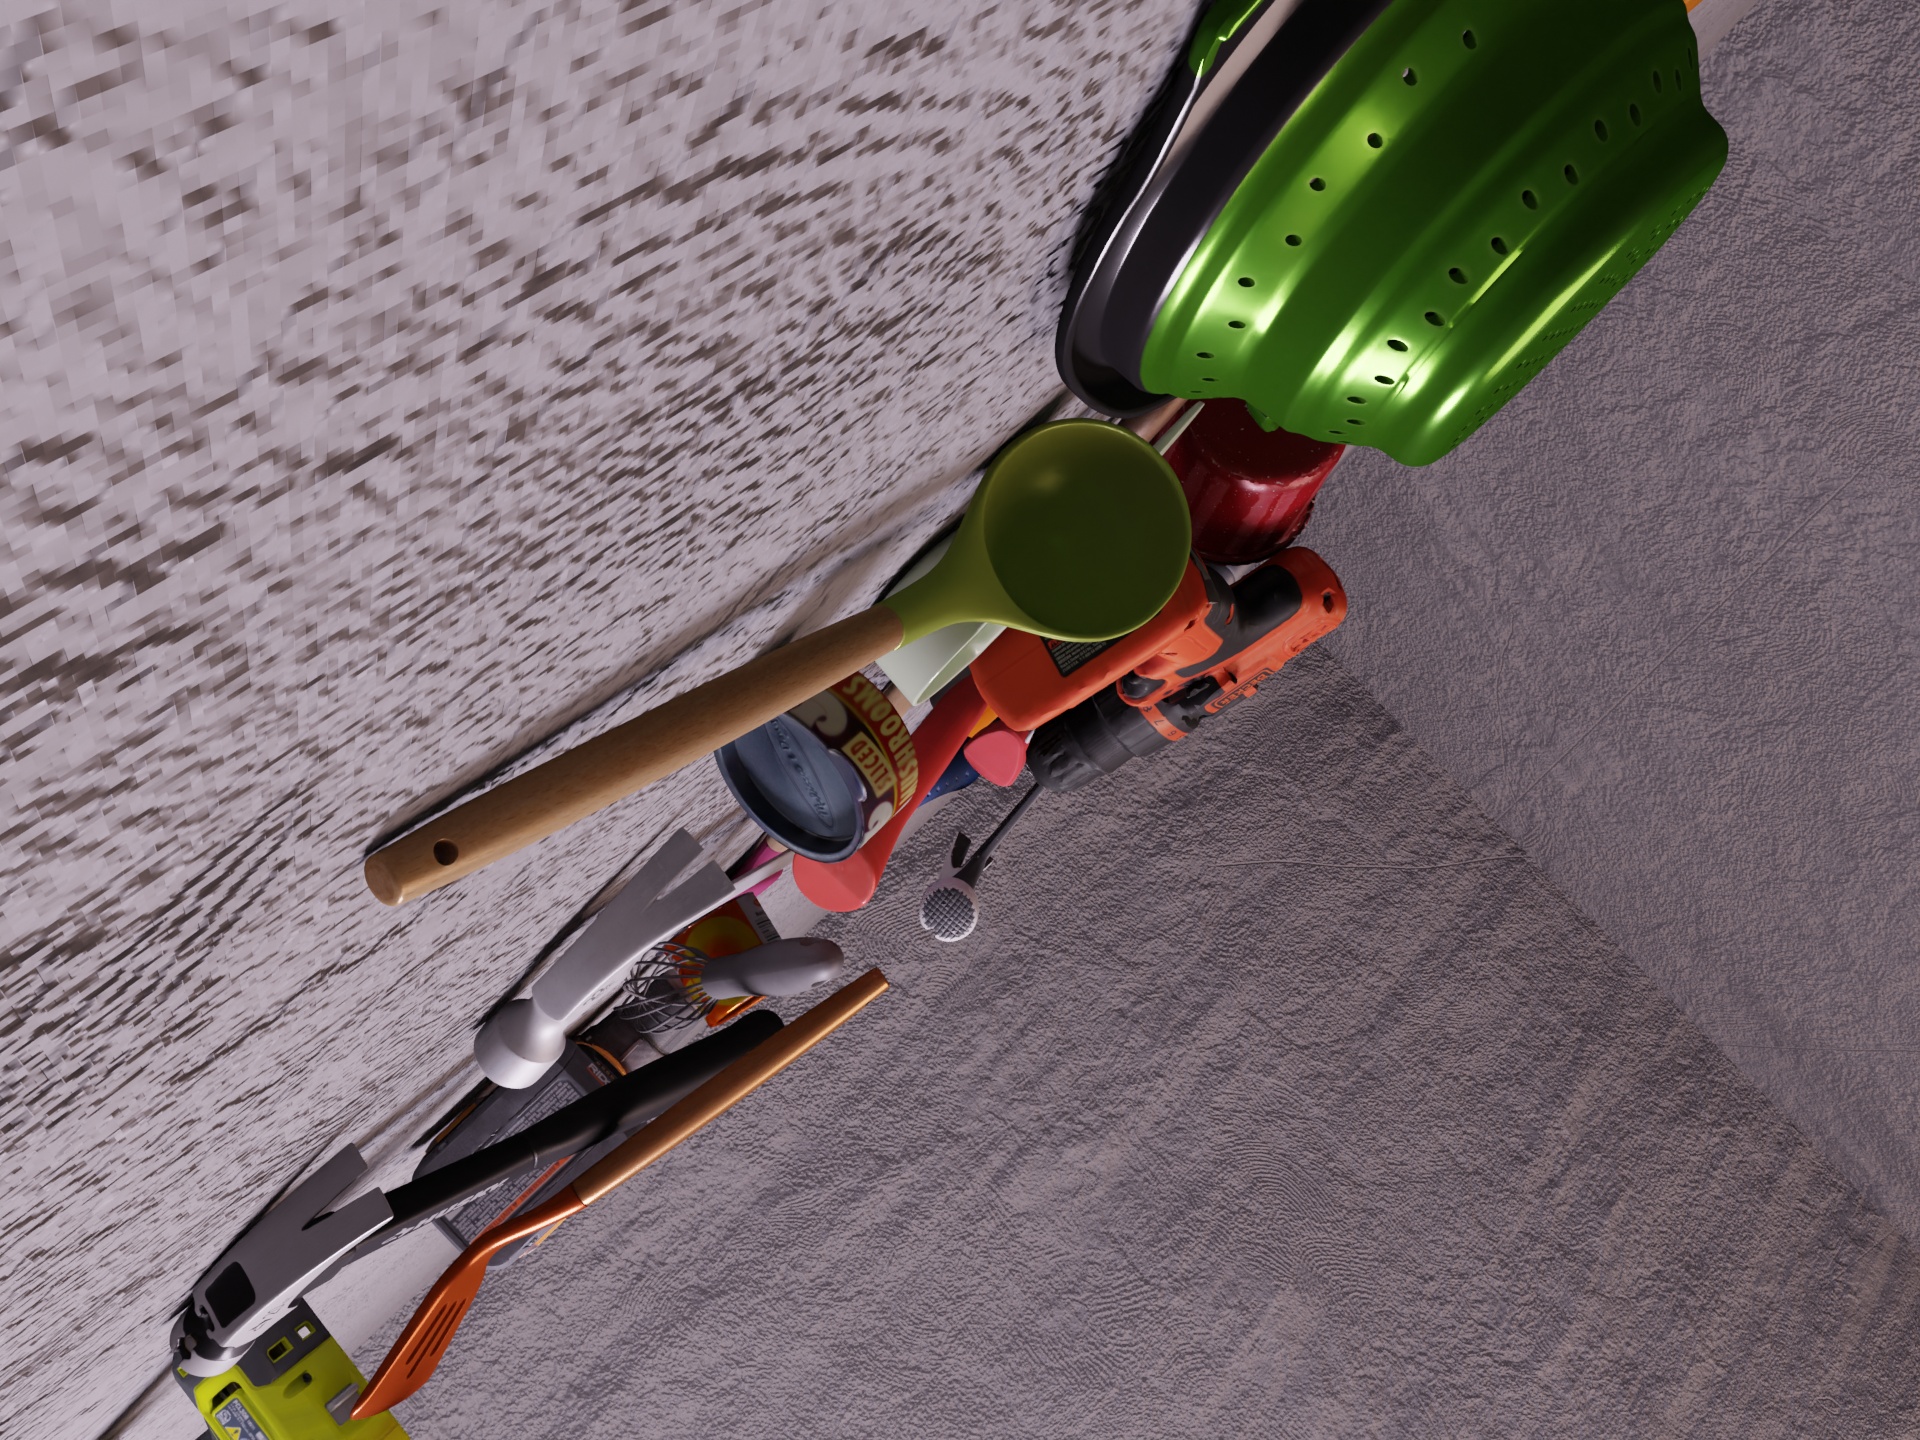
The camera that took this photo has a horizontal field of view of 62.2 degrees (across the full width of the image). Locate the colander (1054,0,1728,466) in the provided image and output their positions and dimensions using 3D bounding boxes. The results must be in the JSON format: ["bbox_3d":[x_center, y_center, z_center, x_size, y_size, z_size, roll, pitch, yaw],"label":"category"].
[{"bbox_3d":[0.140,-0.130,0.502,0.204,0.094,0.397,-45,171,3],"label":"colander"}]

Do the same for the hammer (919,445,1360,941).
[{"bbox_3d":[0.115,-0.035,0.993,0.409,0.036,0.149,-50,-178,7],"label":"hammer"}]

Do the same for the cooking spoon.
[{"bbox_3d":[-0.097,0.058,0.931,0.069,0.017,0.318,-26,165,-43],"label":"cooking spoon"}]

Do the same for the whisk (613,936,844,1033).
[{"bbox_3d":[-0.126,0.139,0.858,0.055,0.055,0.239,-41,-167,-35],"label":"whisk"}]

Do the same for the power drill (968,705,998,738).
[{"bbox_3d":[0.055,-0.023,1.225,0.164,0.084,0.226,-45,172,30],"label":"power drill"}]

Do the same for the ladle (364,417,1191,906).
[{"bbox_3d":[-0.030,-0.023,0.463,0.062,0.078,0.320,-20,-172,41],"label":"ladle"}]

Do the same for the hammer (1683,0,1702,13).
[{"bbox_3d":[0.312,-0.318,0.743,0.337,0.034,0.127,-42,168,10],"label":"hammer"}]

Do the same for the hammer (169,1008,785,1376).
[{"bbox_3d":[-0.202,0.204,0.779,0.146,0.035,0.334,-45,164,32],"label":"hammer"}]

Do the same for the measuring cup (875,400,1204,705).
[{"bbox_3d":[0.028,-0.077,0.622,0.167,0.038,0.083,-46,177,-7],"label":"measuring cup"}]

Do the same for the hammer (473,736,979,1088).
[{"bbox_3d":[-0.079,0.065,0.831,0.144,0.035,0.405,-44,173,26],"label":"hammer"}]

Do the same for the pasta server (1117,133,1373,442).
[{"bbox_3d":[0.089,-0.129,0.678,0.316,0.040,0.060,-48,-174,39],"label":"pasta server"}]

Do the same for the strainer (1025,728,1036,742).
[{"bbox_3d":[0.113,-0.092,0.897,0.258,0.050,0.087,-55,-179,6],"label":"strainer"}]

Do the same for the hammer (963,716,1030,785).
[{"bbox_3d":[0.130,-0.109,1.023,0.386,0.038,0.143,-50,180,-16],"label":"hammer"}]

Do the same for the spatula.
[{"bbox_3d":[-0.165,0.230,0.797,0.322,0.041,0.081,-35,166,-6],"label":"spatula"}]

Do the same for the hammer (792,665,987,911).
[{"bbox_3d":[-0.001,-0.003,0.811,0.149,0.036,0.359,-47,-178,24],"label":"hammer"}]

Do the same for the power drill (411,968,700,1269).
[{"bbox_3d":[-0.231,0.230,0.972,0.185,0.084,0.226,-43,-179,-8],"label":"power drill"}]

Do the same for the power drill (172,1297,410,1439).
[{"bbox_3d":[-0.364,0.418,0.813,0.228,0.190,0.080,-41,176,20],"label":"power drill"}]
